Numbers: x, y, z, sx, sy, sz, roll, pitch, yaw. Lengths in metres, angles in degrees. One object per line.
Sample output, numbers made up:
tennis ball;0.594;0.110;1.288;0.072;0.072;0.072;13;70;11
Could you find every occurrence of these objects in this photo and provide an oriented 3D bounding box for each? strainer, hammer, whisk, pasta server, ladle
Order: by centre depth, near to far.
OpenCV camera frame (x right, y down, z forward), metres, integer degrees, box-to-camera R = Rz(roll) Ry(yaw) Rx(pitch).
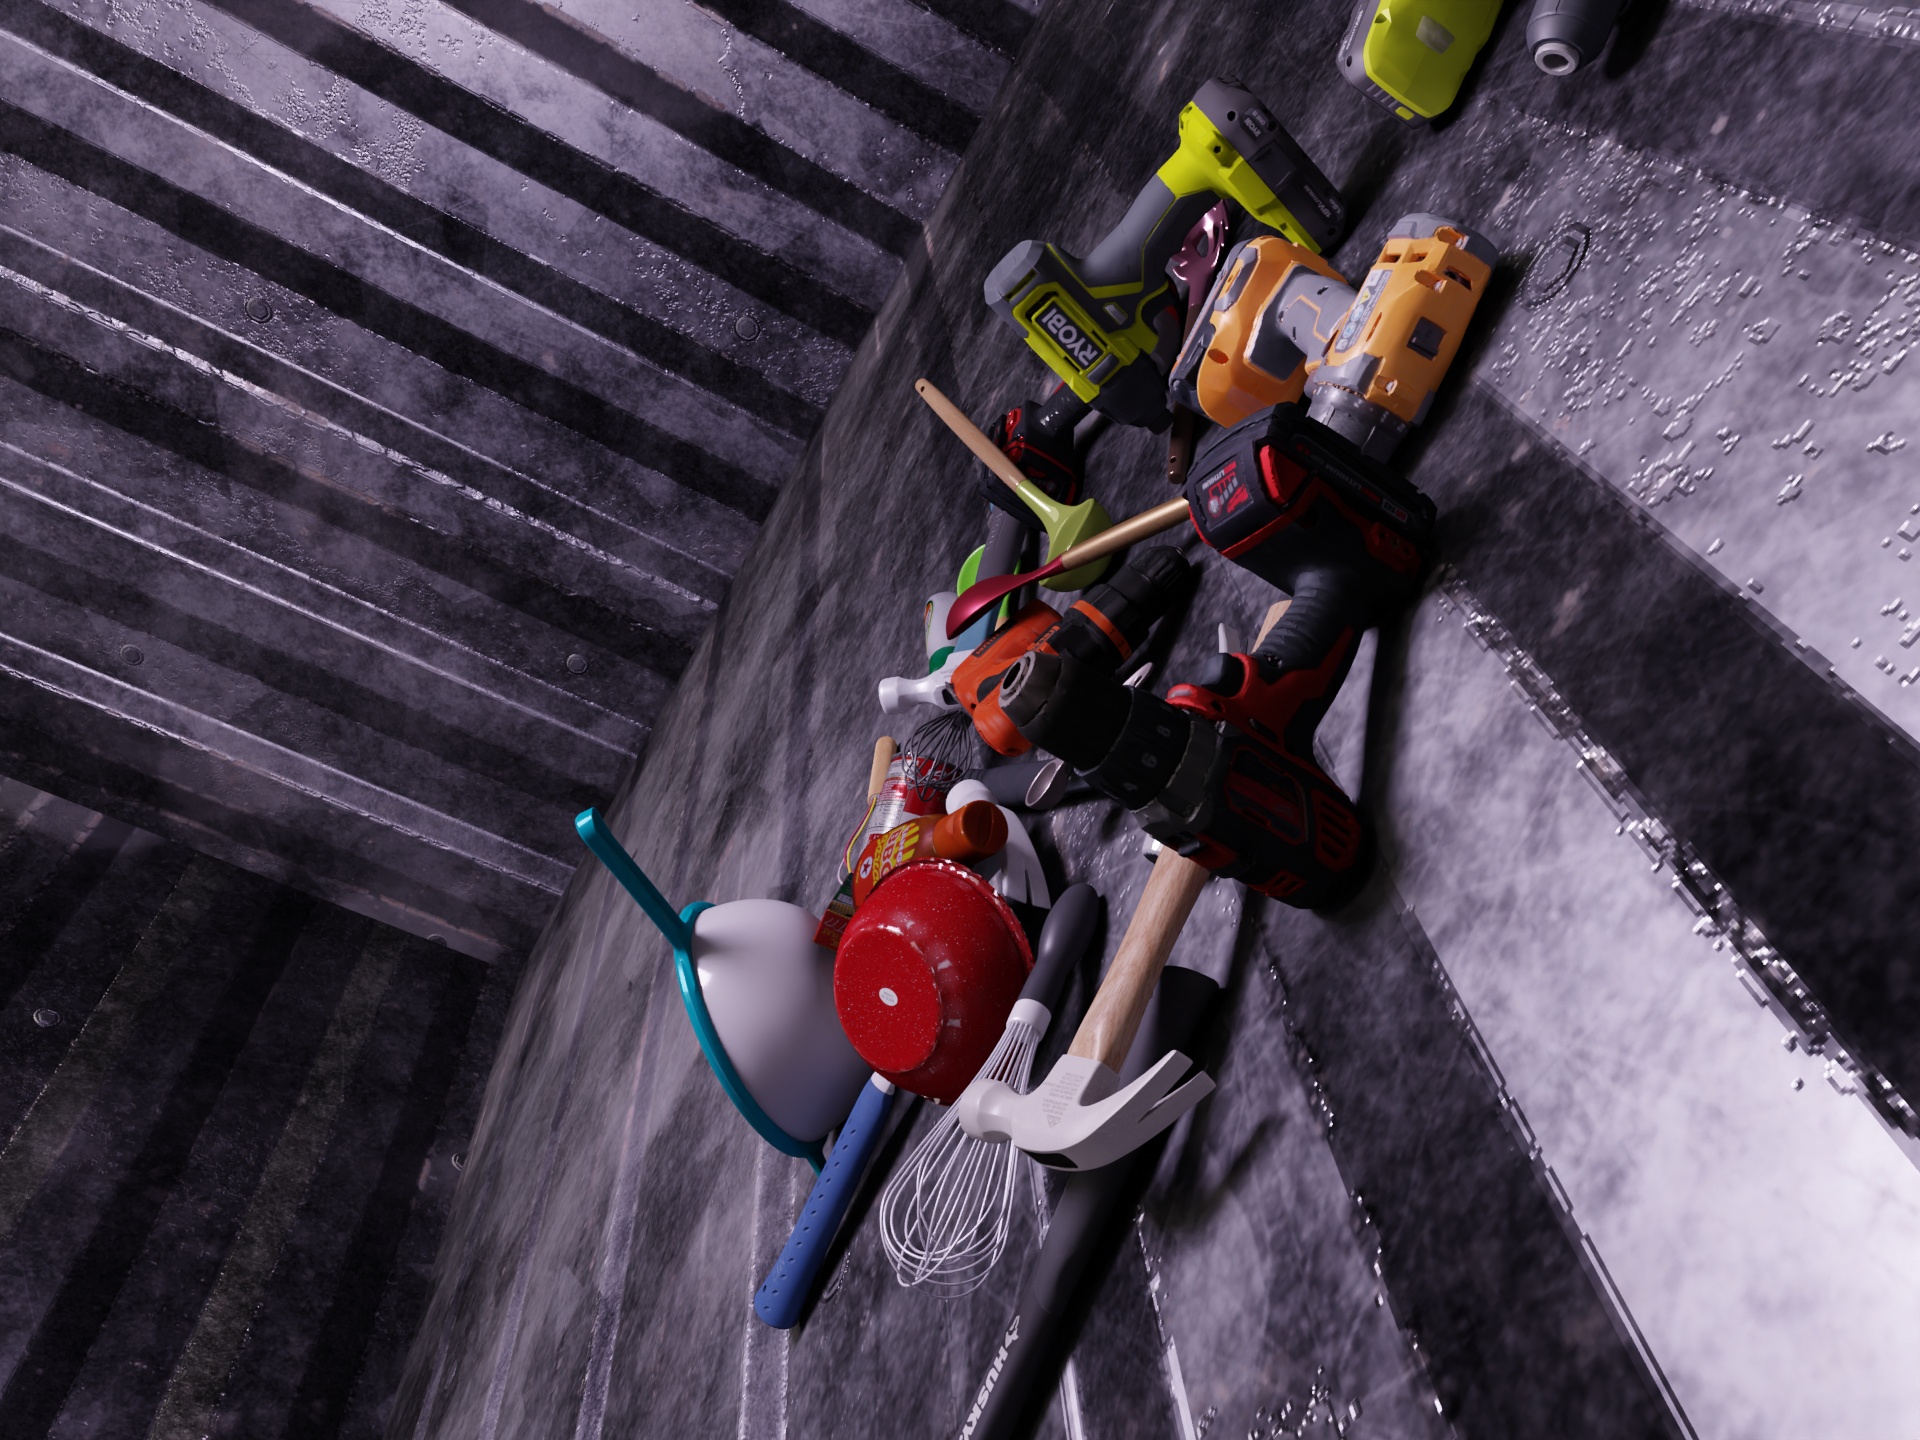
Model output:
hammer;0.050;0.279;0.799;0.335;0.035;0.146;-65;16;-3
hammer;0.116;0.074;0.814;0.130;0.031;0.331;-3;52;53
whisk;0.027;0.193;0.892;0.070;0.070;0.285;-47;10;46
hammer;0.078;0.033;1.069;0.149;0.036;0.409;-68;16;-13
hammer;-0.049;0.246;1.102;0.405;0.035;0.144;-66;25;10
ladle;0.095;-0.121;1.132;0.315;0.031;0.069;-21;12;45
strainer;-0.150;0.169;1.170;0.095;0.340;0.211;-27;33;8
pasta server;0.179;-0.307;1.245;0.060;0.040;0.316;-19;45;36
whisk;-0.003;-0.005;1.289;0.055;0.055;0.239;-55;4;29
ladle;0.030;-0.209;1.313;0.078;0.062;0.321;-57;45;21
hammer;0.025;-0.114;1.356;0.128;0.033;0.331;-8;33;17
whisk;-0.078;0.084;1.457;0.051;0.047;0.245;-57;15;29

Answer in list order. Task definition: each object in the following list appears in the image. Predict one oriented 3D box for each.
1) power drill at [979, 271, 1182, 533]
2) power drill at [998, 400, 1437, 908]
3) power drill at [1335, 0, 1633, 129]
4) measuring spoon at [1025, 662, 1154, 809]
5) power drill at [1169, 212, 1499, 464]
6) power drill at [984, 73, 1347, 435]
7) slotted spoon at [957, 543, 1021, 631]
power drill;0.108;-0.271;1.351;0.219;0.078;0.143;-48;23;37
power drill;0.128;-0.042;0.769;0.080;0.187;0.227;-33;31;59
power drill;0.323;-0.435;0.928;0.190;0.080;0.228;-67;19;-8
measuring spoon;0.085;0.012;1.001;0.124;0.018;0.034;-49;15;21
power drill;0.206;-0.204;0.949;0.185;0.084;0.226;-64;21;6
power drill;0.152;-0.320;1.120;0.223;0.171;0.080;-41;24;20
slotted spoon;0.037;-0.068;1.350;0.070;0.031;0.314;-37;27;17
